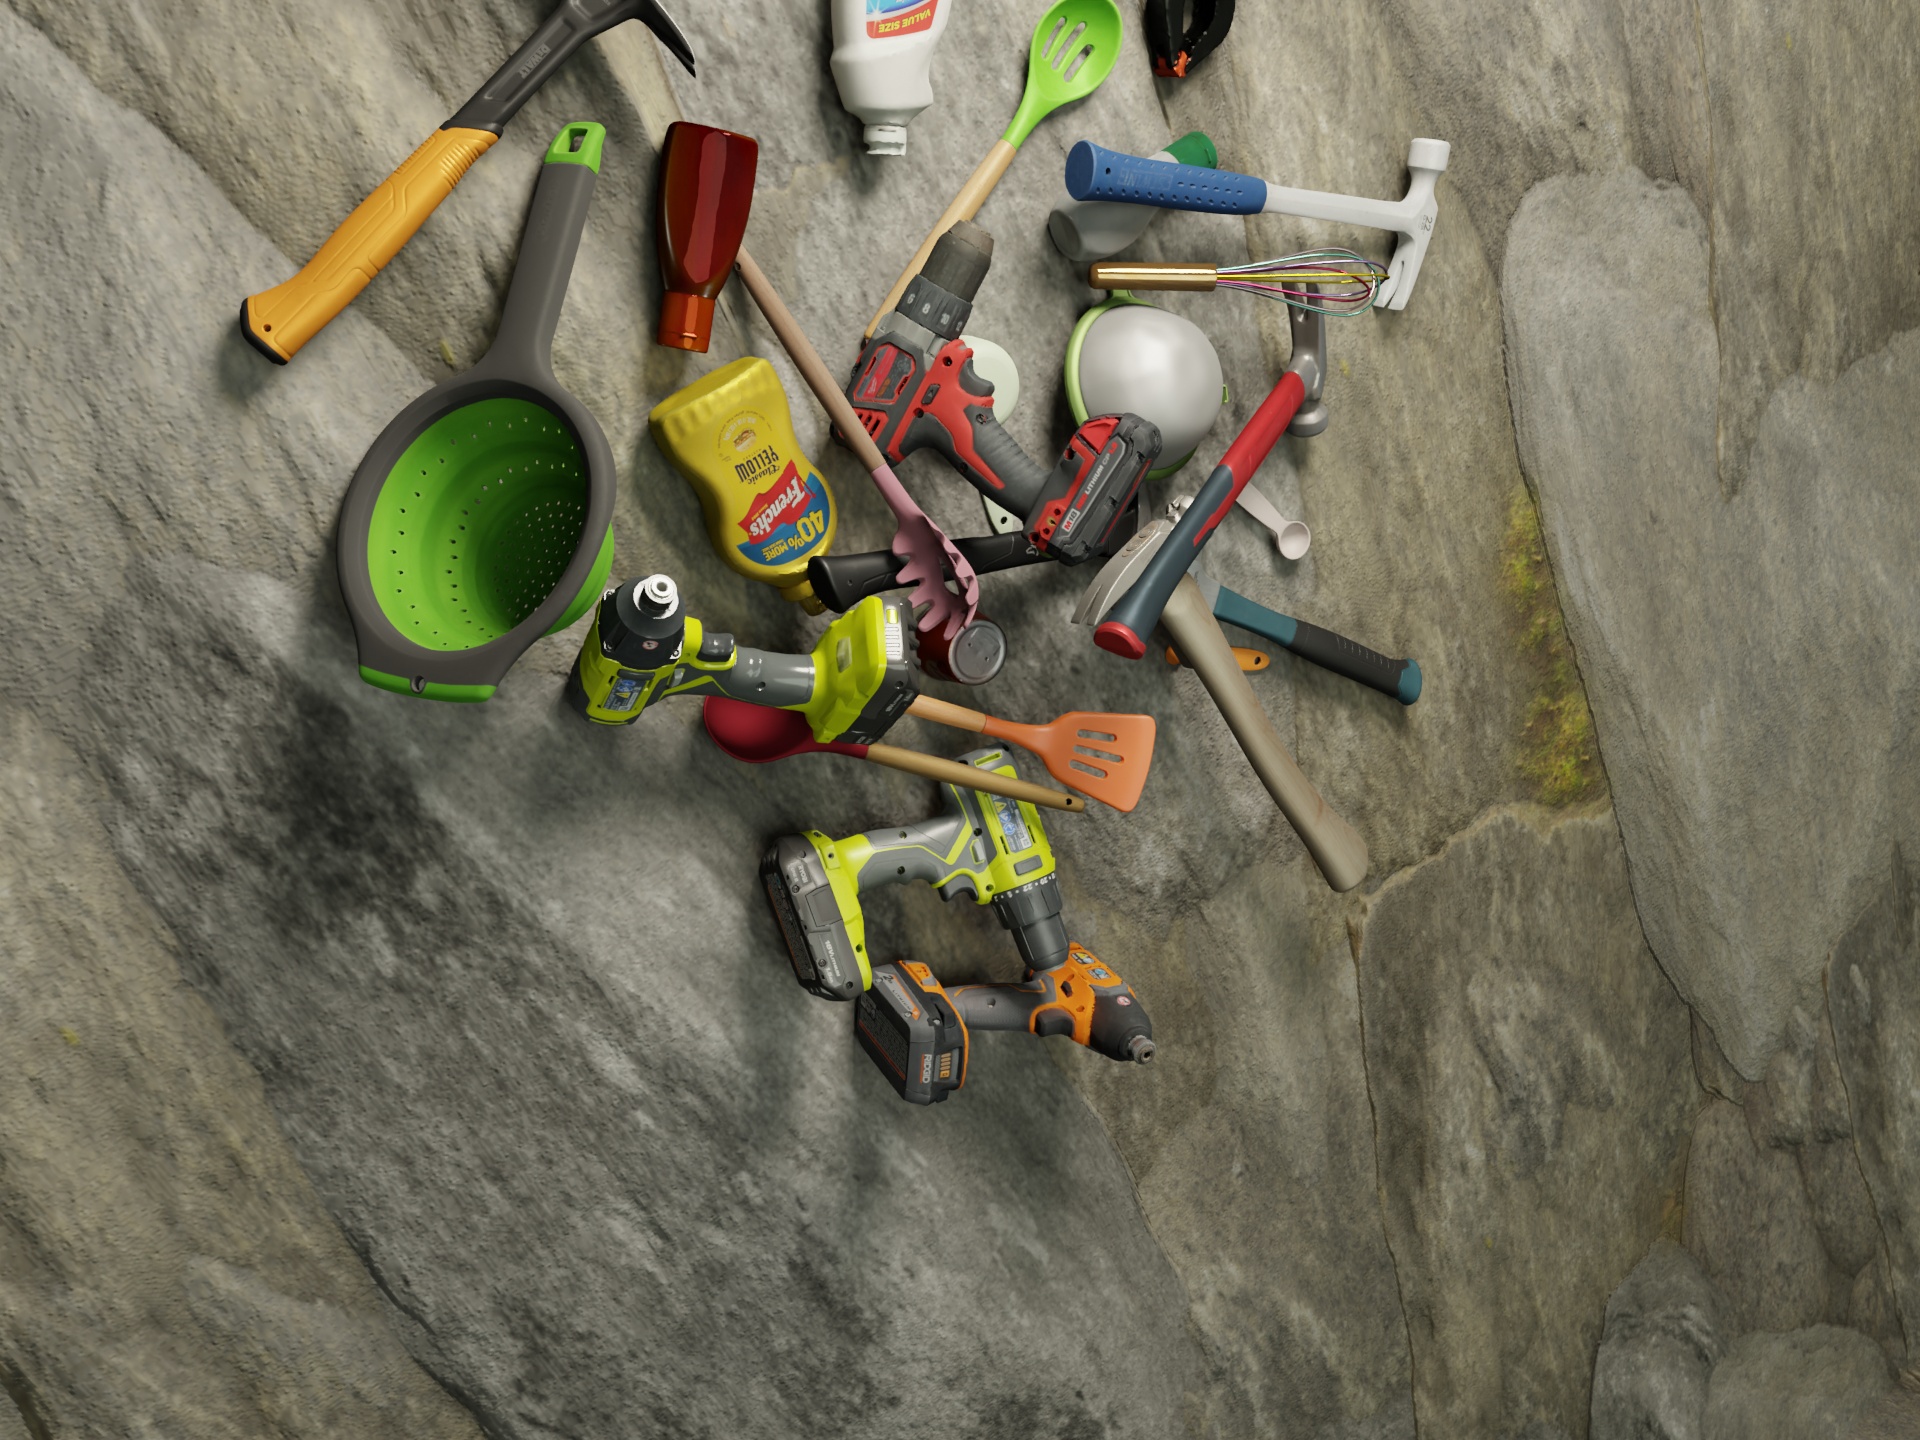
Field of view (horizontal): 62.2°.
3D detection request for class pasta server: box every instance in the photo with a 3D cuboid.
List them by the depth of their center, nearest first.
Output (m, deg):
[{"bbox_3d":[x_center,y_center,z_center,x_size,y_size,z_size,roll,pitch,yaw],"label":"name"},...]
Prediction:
[{"bbox_3d":[-0.079,-0.201,1.139,0.316,0.060,0.040,57,43,-6],"label":"pasta server"}]

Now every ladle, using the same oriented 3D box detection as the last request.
[{"bbox_3d":[-0.048,0.028,1.241,0.315,0.031,0.069,16,82,-14],"label":"ladle"}]

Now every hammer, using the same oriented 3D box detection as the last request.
[{"bbox_3d":[-0.320,-0.349,1.005,0.127,0.034,0.337,42,85,-6],"label":"hammer"},{"bbox_3d":[0.025,-0.136,1.246,0.334,0.035,0.146,-13,110,-37],"label":"hammer"},{"bbox_3d":[0.204,-0.193,1.254,0.386,0.038,0.143,-53,144,-34],"label":"hammer"},{"bbox_3d":[0.249,-0.416,1.287,0.405,0.035,0.144,-7,113,-36],"label":"hammer"},{"bbox_3d":[0.245,0.009,1.381,0.146,0.038,0.410,-46,118,-18],"label":"hammer"},{"bbox_3d":[0.309,-0.078,1.452,0.330,0.033,0.128,18,87,-33],"label":"hammer"}]

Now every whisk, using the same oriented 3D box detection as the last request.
[{"bbox_3d":[0.222,-0.350,1.265,0.245,0.047,0.051,-1,128,-6],"label":"whisk"}]

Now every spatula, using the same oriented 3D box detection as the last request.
[{"bbox_3d":[-0.002,-0.004,1.256,0.322,0.041,0.081,15,89,-17],"label":"spatula"}]

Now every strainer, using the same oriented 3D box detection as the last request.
[{"bbox_3d":[0.136,-0.230,1.247,0.151,0.069,0.256,43,62,-25],"label":"strainer"}]

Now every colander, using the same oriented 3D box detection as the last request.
[{"bbox_3d":[-0.279,-0.197,1.054,0.094,0.204,0.397,33,68,-66],"label":"colander"}]

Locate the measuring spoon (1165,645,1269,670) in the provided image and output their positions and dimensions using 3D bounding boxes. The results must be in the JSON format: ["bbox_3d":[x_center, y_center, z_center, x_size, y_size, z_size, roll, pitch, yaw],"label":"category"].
[{"bbox_3d":[0.234,-0.056,1.432,0.116,0.011,0.021,3,103,-29],"label":"measuring spoon"}]

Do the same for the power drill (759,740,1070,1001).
[{"bbox_3d":[-0.027,0.139,1.274,0.228,0.080,0.190,-19,88,-22],"label":"power drill"}]

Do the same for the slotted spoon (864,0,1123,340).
[{"bbox_3d":[0.020,-0.414,1.200,0.070,0.031,0.314,36,87,-32],"label":"slotted spoon"}]

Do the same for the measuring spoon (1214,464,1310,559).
[{"bbox_3d":[0.265,-0.188,1.414,0.124,0.018,0.034,37,85,-25],"label":"measuring spoon"}]

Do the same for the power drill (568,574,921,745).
[{"bbox_3d":[-0.148,-0.045,1.117,0.223,0.171,0.080,5,65,-23],"label":"power drill"}]

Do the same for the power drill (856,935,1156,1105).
[{"bbox_3d":[0.045,0.252,1.327,0.226,0.164,0.084,-5,111,-26],"label":"power drill"}]

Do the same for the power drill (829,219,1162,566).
[{"bbox_3d":[0.035,-0.236,1.159,0.227,0.080,0.188,32,104,7],"label":"power drill"}]

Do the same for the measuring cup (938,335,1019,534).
[{"bbox_3d":[0.022,-0.219,1.250,0.083,0.038,0.167,-28,117,-20],"label":"measuring cup"}]
